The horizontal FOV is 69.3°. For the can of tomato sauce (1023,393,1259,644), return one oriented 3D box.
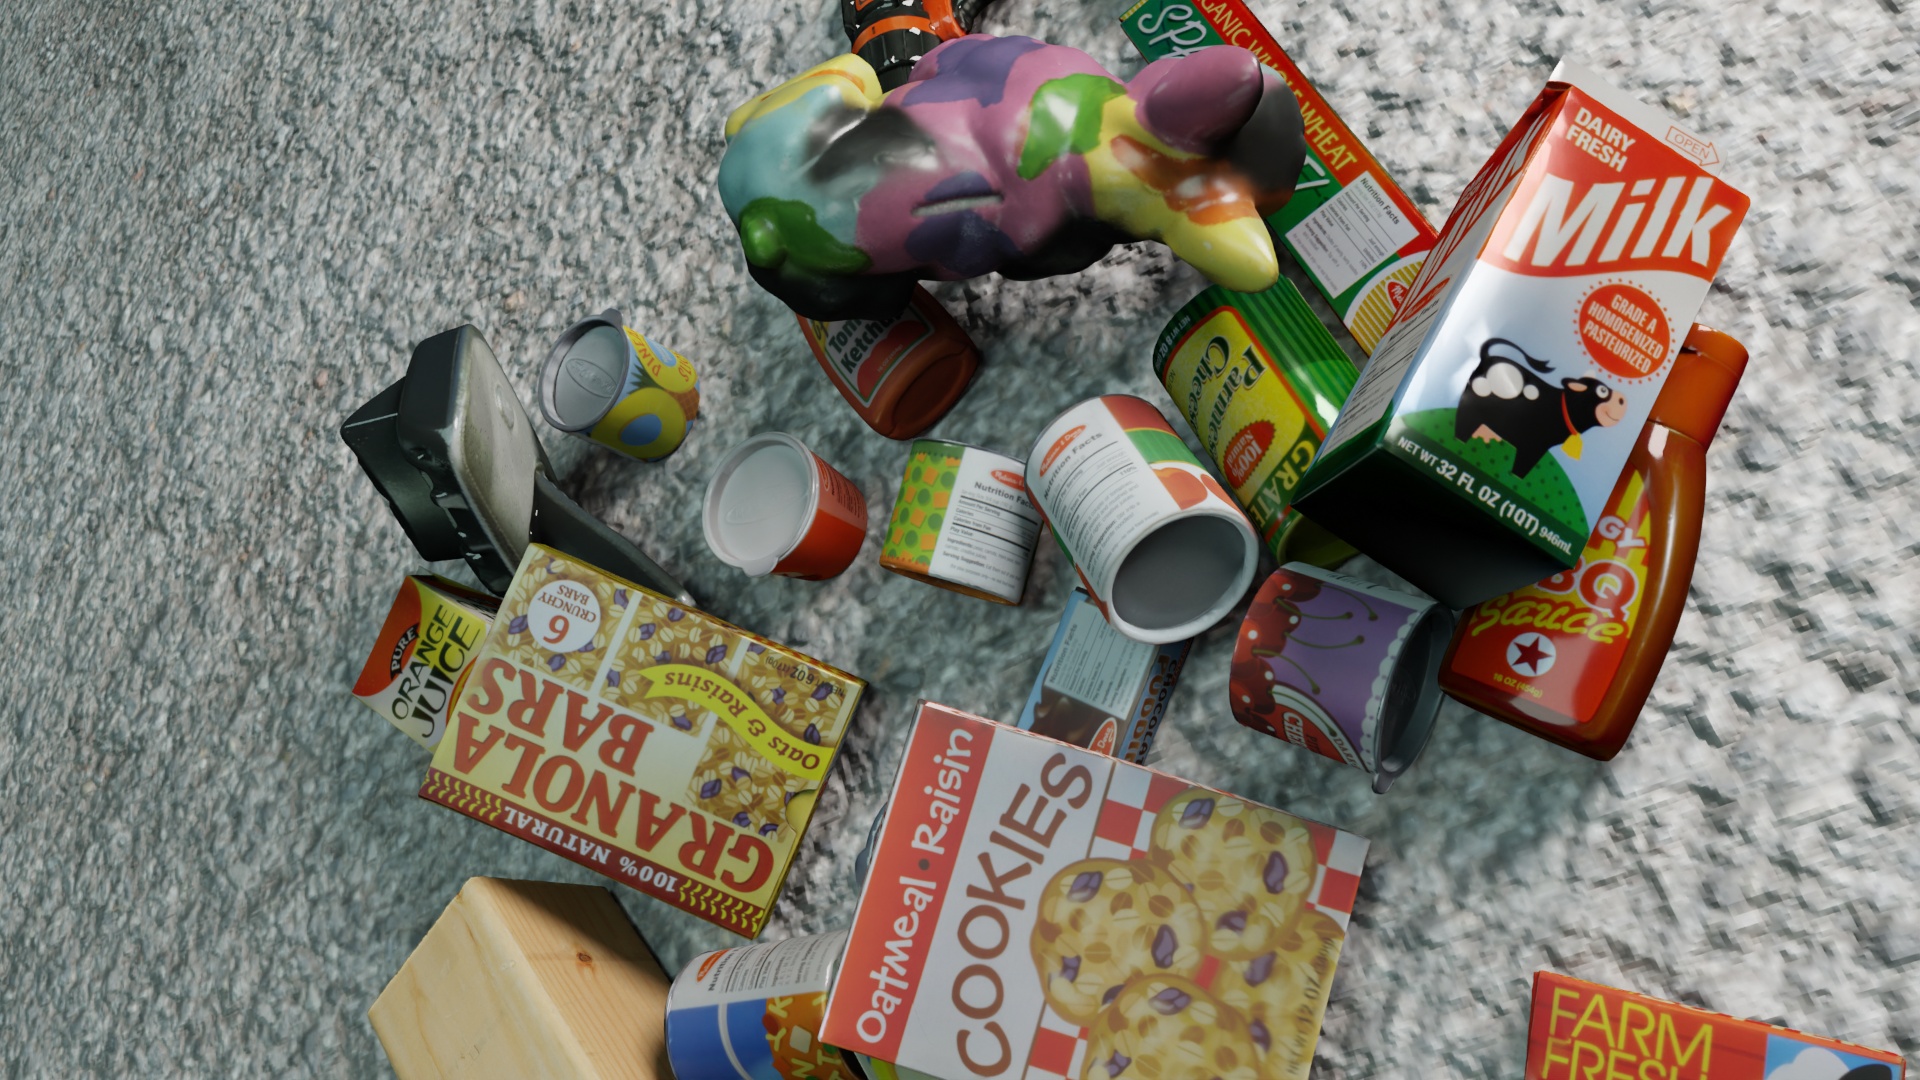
[{"bbox_3d":[0.072,-0.009,0.551,0.071,0.071,0.083,-44,39,13],"label":"can of tomato sauce"}]

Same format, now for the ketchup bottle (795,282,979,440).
[{"bbox_3d":[-0.053,-0.117,0.691,0.064,0.043,0.149,-47,56,12],"label":"ketchup bottle"}]

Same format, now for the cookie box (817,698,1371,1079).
[{"bbox_3d":[0.046,0.140,0.500,0.167,0.040,0.123,17,84,2],"label":"cookie box"}]

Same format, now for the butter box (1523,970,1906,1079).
[{"bbox_3d":[0.230,0.172,0.432,0.103,0.024,0.053,6,79,33],"label":"butter box"}]

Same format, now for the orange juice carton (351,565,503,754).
[{"bbox_3d":[-0.251,0.075,0.736,0.193,0.073,0.072,22,87,35],"label":"orange juice carton"}]

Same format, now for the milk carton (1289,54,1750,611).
[{"bbox_3d":[0.195,-0.078,0.469,0.072,0.073,0.191,32,74,0],"label":"milk carton"}]

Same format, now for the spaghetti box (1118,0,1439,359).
[{"bbox_3d":[0.146,-0.156,0.587,0.050,0.028,0.251,-37,59,17],"label":"spaghetti box"}]

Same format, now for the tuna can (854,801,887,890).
[{"bbox_3d":[-0.007,0.136,0.587,0.071,0.033,0.071,-10,70,29],"label":"tuna can"}]

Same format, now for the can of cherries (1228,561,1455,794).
[{"bbox_3d":[0.137,0.048,0.503,0.058,0.071,0.071,18,85,35],"label":"can of cherries"}]

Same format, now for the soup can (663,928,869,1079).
[{"bbox_3d":[-0.070,0.205,0.587,0.083,0.071,0.071,-17,67,27],"label":"soup can"}]

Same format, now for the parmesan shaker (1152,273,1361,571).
[{"bbox_3d":[0.126,-0.046,0.544,0.071,0.071,0.103,-38,58,17],"label":"parmesan shaker"}]

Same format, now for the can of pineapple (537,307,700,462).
[{"bbox_3d":[-0.183,-0.082,0.752,0.071,0.058,0.071,-10,70,29],"label":"can of pineapple"}]

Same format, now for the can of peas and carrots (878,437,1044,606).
[{"bbox_3d":[0.002,-0.008,0.609,0.071,0.071,0.059,12,82,34],"label":"can of peas and carrots"}]

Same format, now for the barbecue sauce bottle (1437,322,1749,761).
[{"bbox_3d":[0.224,-0.003,0.480,0.065,0.043,0.148,24,88,41],"label":"barbecue sauce bottle"}]

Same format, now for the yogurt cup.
[{"bbox_3d":[-0.082,-0.013,0.669,0.072,0.054,0.072,-10,70,29],"label":"yogurt cup"}]

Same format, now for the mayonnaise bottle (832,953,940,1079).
[{"bbox_3d":[-0.001,0.224,0.531,0.064,0.041,0.148,-19,81,14],"label":"mayonnaise bottle"}]

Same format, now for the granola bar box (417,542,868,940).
[{"bbox_3d":[-0.142,0.090,0.632,0.165,0.039,0.124,23,87,1],"label":"granola bar box"}]

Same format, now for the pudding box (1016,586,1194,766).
[{"bbox_3d":[0.056,0.067,0.572,0.050,0.030,0.083,20,86,34],"label":"pudding box"}]
